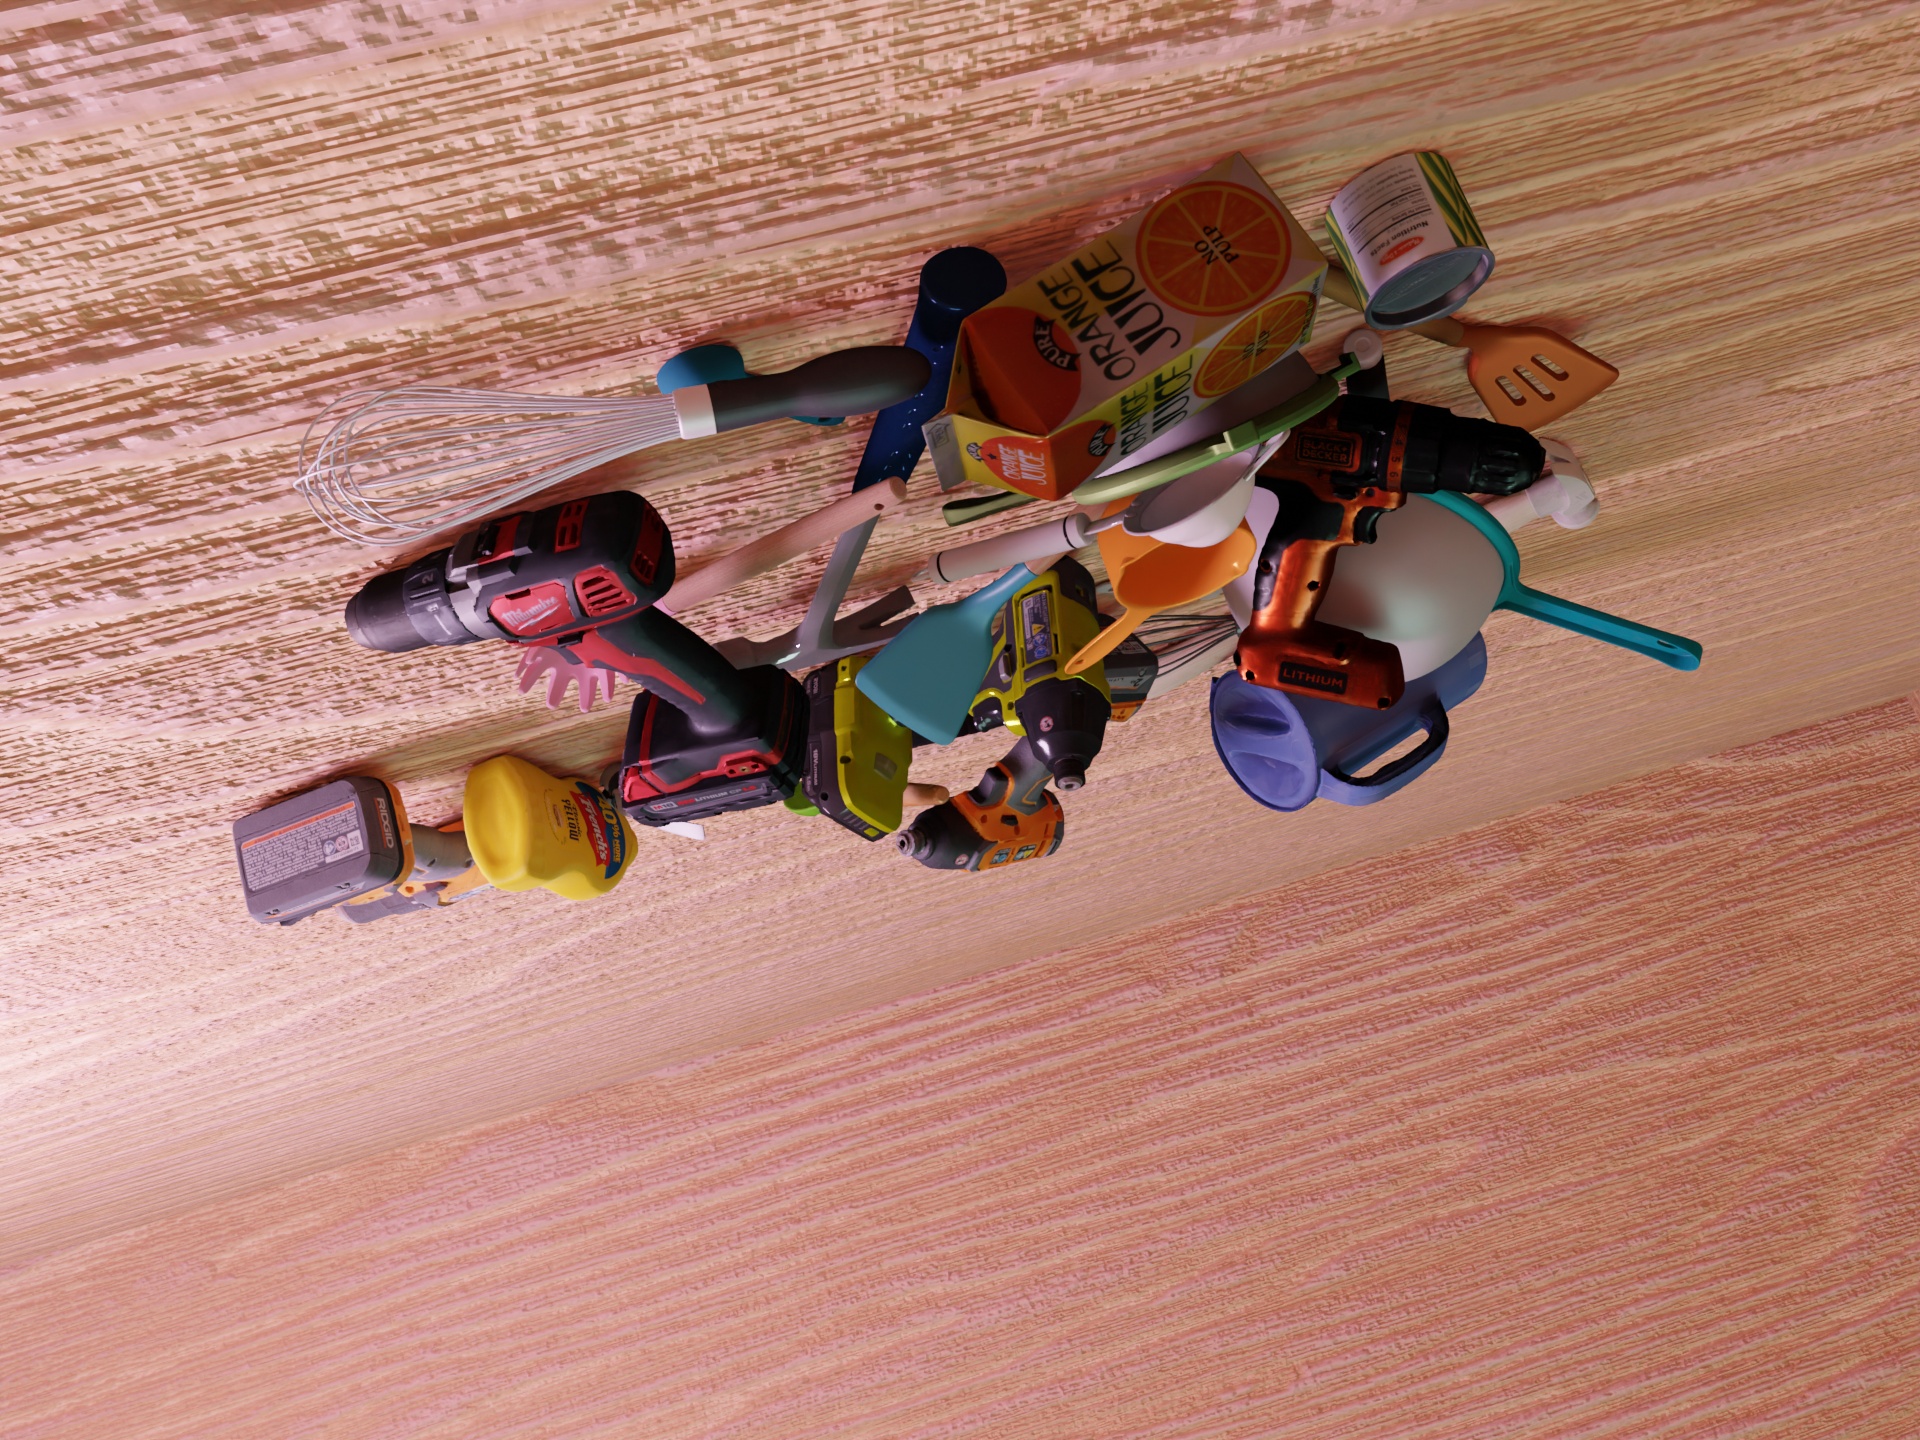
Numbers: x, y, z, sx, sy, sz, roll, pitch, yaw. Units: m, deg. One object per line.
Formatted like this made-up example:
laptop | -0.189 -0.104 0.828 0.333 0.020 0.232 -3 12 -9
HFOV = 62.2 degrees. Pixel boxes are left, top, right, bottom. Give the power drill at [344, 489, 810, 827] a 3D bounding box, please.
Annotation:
power drill | -0.205 -0.029 0.883 0.188 0.080 0.226 -12 144 21

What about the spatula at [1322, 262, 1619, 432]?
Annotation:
spatula | 0.277 -0.222 0.919 0.322 0.041 0.081 2 155 -46

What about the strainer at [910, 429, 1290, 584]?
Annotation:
strainer | 0.075 -0.107 0.890 0.258 0.050 0.087 -11 -148 36

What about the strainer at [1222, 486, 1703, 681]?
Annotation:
strainer | 0.321 -0.063 1.068 0.340 0.095 0.211 19 161 6

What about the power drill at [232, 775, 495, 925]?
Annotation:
power drill | -0.438 0.108 1.188 0.185 0.084 0.226 -20 168 13

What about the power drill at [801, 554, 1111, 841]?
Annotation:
power drill | -0.002 -0.004 1.113 0.223 0.171 0.080 -21 144 27

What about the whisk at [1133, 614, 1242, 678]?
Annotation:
whisk | 0.223 -0.075 1.277 0.239 0.055 0.055 -13 164 10

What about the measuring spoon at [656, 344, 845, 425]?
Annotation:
measuring spoon | -0.096 -0.155 0.784 0.042 0.021 0.128 -28 162 30

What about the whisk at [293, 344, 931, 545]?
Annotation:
whisk | -0.150 -0.132 0.708 0.284 0.070 0.070 -13 163 -9

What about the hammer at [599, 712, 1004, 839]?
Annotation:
hammer | -0.071 0.019 1.269 0.409 0.036 0.149 -15 -163 -26

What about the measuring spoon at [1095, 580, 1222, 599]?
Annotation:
measuring spoon | 0.156 -0.100 1.222 0.124 0.018 0.034 -6 160 -31

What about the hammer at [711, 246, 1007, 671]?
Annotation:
hammer | -0.047 -0.124 0.898 0.144 0.035 0.405 -17 163 -23

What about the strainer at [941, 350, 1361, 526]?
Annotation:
strainer | 0.079 -0.165 0.874 0.256 0.069 0.151 -12 -163 41

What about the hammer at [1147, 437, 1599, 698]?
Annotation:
hammer | 0.313 -0.112 1.313 0.410 0.038 0.146 -25 160 24

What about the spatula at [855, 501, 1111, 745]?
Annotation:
spatula | 0.064 -0.105 0.987 0.082 0.044 0.317 36 122 -22

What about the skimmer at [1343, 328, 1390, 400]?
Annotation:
skimmer | 0.277 -0.144 1.078 0.127 0.090 0.363 8 168 18

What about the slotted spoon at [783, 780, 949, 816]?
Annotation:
slotted spoon | -0.075 0.061 1.293 0.070 0.031 0.314 -28 -172 -22

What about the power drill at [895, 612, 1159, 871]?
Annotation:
power drill | 0.045 0.028 1.252 0.164 0.084 0.226 -6 133 -44

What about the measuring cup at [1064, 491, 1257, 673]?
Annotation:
measuring cup | 0.105 -0.090 0.968 0.095 0.052 0.173 -1 153 -32

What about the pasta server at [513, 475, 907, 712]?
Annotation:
pasta server | -0.148 -0.070 0.903 0.316 0.040 0.060 -20 143 38
